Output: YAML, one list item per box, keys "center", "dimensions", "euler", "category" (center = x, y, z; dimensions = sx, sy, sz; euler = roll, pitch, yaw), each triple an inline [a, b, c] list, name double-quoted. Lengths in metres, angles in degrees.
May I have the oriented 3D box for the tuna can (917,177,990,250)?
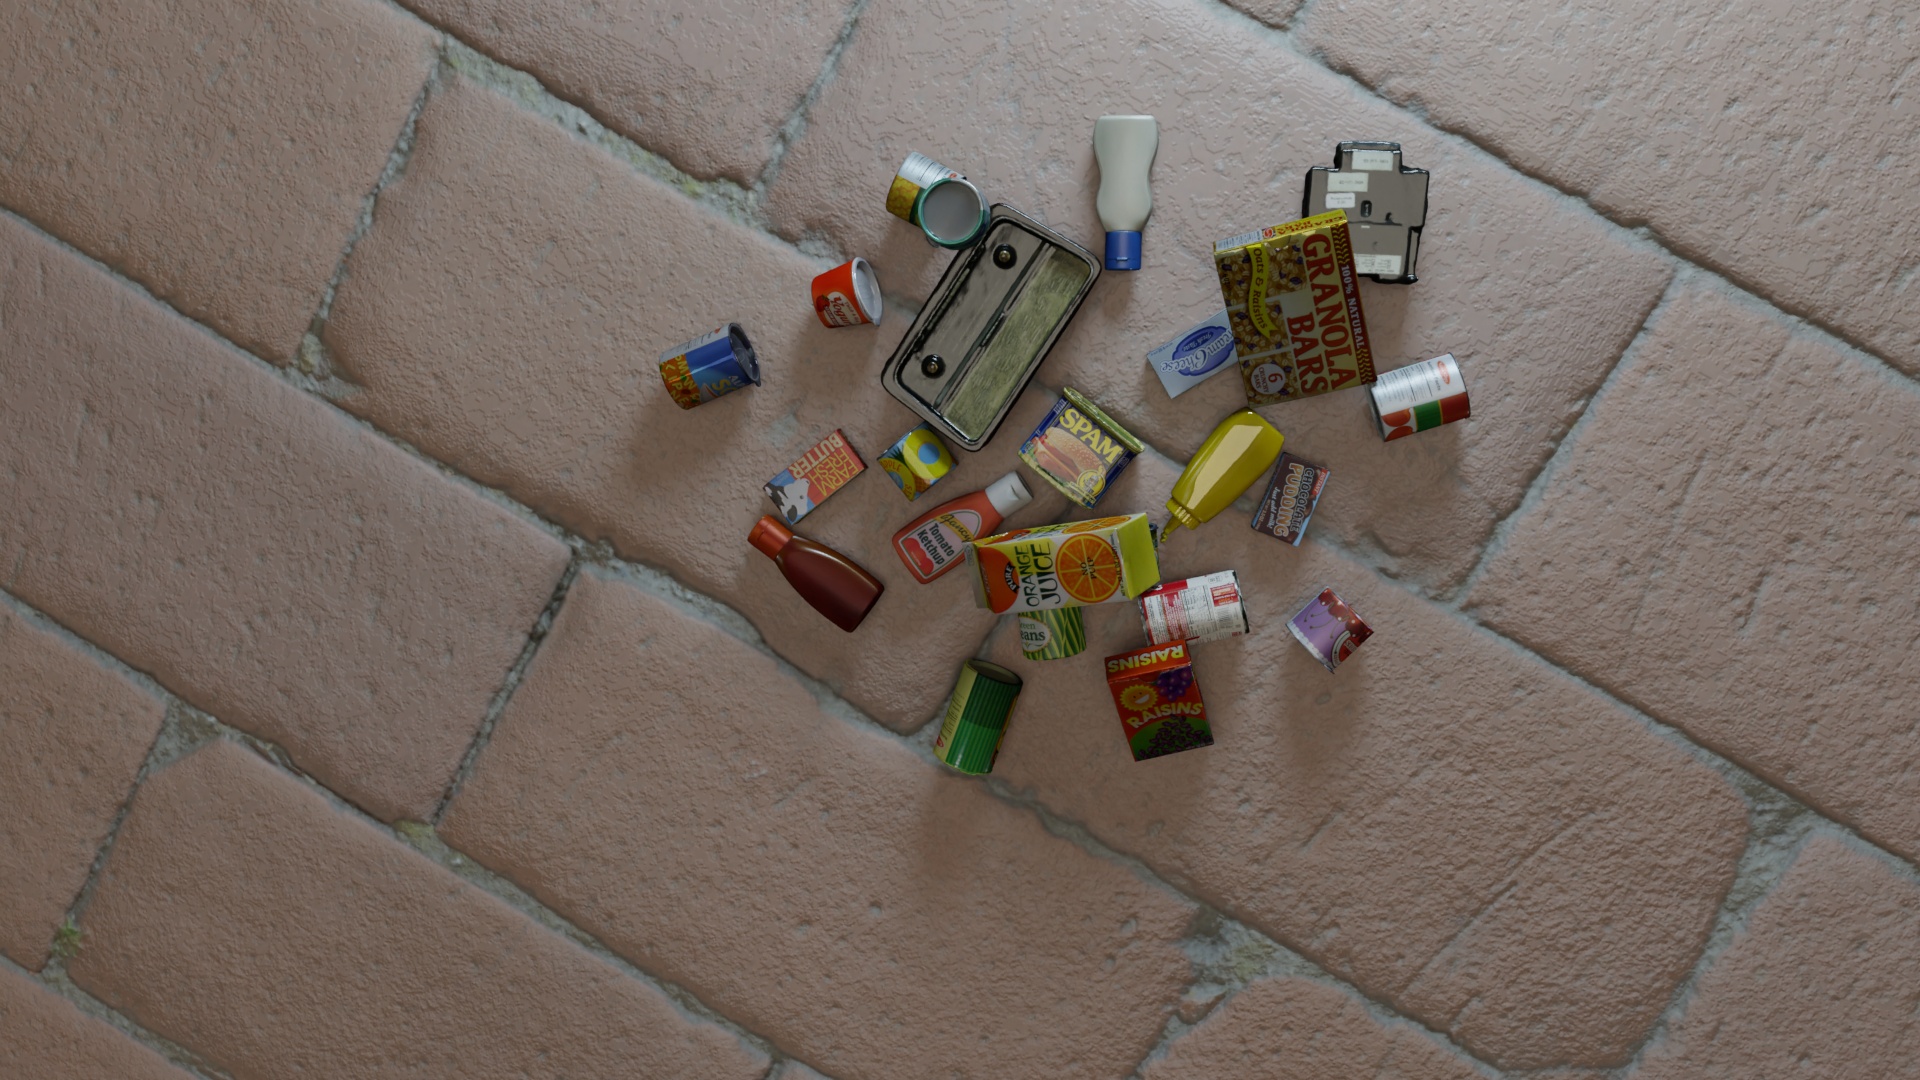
- center: [-0.008, -0.312, 1.332]
  dimensions: [0.071, 0.033, 0.071]
  euler: [1, 95, 11]
  category: "tuna can"

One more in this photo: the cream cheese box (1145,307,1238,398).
- center: [0.243, -0.189, 1.388]
  dimensions: [0.103, 0.024, 0.053]
  euler: [-30, 94, 11]
  category: "cream cheese box"

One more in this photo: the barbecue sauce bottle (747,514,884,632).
- center: [-0.156, 0.030, 1.466]
  dimensions: [0.148, 0.044, 0.064]
  euler: [37, 101, 2]
  category: "barbecue sauce bottle"

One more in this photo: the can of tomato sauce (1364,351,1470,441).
- center: [0.442, -0.137, 1.347]
  dimensions: [0.083, 0.071, 0.071]
  euler: [-17, 95, 11]
  category: "can of tomato sauce"

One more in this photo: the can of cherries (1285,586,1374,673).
- center: [0.370, 0.090, 1.385]
  dimensions: [0.071, 0.071, 0.058]
  euler: [45, 101, 0]
  category: "can of cherries"

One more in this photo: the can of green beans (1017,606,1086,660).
- center: [0.093, 0.087, 1.426]
  dimensions: [0.071, 0.071, 0.057]
  euler: [-7, 97, 9]
  category: "can of green beans"

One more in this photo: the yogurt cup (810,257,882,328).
- center: [-0.116, -0.248, 1.412]
  dimensions: [0.054, 0.072, 0.072]
  euler: [-13, 96, 18]
  category: "yogurt cup"

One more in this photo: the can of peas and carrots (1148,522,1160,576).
- center: [0.170, 0.015, 1.404]
  dimensions: [0.071, 0.071, 0.058]
  euler: [-4, 98, 9]
  category: "can of peas and carrots"

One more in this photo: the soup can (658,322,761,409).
- center: [-0.259, -0.177, 1.440]
  dimensions: [0.084, 0.071, 0.071]
  euler: [-21, 95, 11]
  category: "soup can"

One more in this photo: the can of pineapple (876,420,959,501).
- center: [-0.044, -0.080, 1.422]
  dimensions: [0.071, 0.071, 0.058]
  euler: [-39, 92, 11]
  category: "can of pineapple"

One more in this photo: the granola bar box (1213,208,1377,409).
- center: [0.319, -0.217, 1.321]
  dimensions: [0.124, 0.039, 0.165]
  euler: [-12, 116, 15]
  category: "granola bar box"

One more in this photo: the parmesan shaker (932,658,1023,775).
- center: [0.020, 0.184, 1.447]
  dimensions: [0.071, 0.071, 0.103]
  euler: [20, 100, 5]
  category: "parmesan shaker"

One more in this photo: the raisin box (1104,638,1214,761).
- center: [0.201, 0.163, 1.405]
  dimensions: [0.086, 0.040, 0.122]
  euler: [-14, 127, 10]
  category: "raisin box"

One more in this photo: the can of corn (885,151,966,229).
- center: [-0.035, -0.344, 1.387]
  dimensions: [0.058, 0.071, 0.071]
  euler: [28, 101, 4]
  category: "can of corn"

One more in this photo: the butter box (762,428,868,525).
- center: [-0.152, -0.067, 1.461]
  dimensions: [0.103, 0.024, 0.053]
  euler: [-37, 92, 11]
  category: "butter box"

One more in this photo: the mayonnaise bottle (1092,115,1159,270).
- center: [0.162, -0.342, 1.371]
  dimensions: [0.065, 0.041, 0.147]
  euler: [2, 99, 9]
  category: "mayonnaise bottle"

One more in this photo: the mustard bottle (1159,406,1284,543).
- center: [0.252, -0.060, 1.392]
  dimensions: [0.065, 0.049, 0.160]
  euler: [41, 102, -4]
  category: "mustard bottle"

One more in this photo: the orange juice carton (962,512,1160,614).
- center: [0.090, 0.025, 1.369]
  dimensions: [0.192, 0.073, 0.071]
  euler: [-8, 99, 31]
  category: "orange juice carton"

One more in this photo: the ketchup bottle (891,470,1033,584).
- center: [0.005, -0.018, 1.436]
  dimensions: [0.148, 0.043, 0.064]
  euler: [-33, 95, 11]
  category: "ketchup bottle"

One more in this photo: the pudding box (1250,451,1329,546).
- center: [0.331, -0.041, 1.393]
  dimensions: [0.050, 0.030, 0.083]
  euler: [23, 101, 4]
  category: "pudding box"
